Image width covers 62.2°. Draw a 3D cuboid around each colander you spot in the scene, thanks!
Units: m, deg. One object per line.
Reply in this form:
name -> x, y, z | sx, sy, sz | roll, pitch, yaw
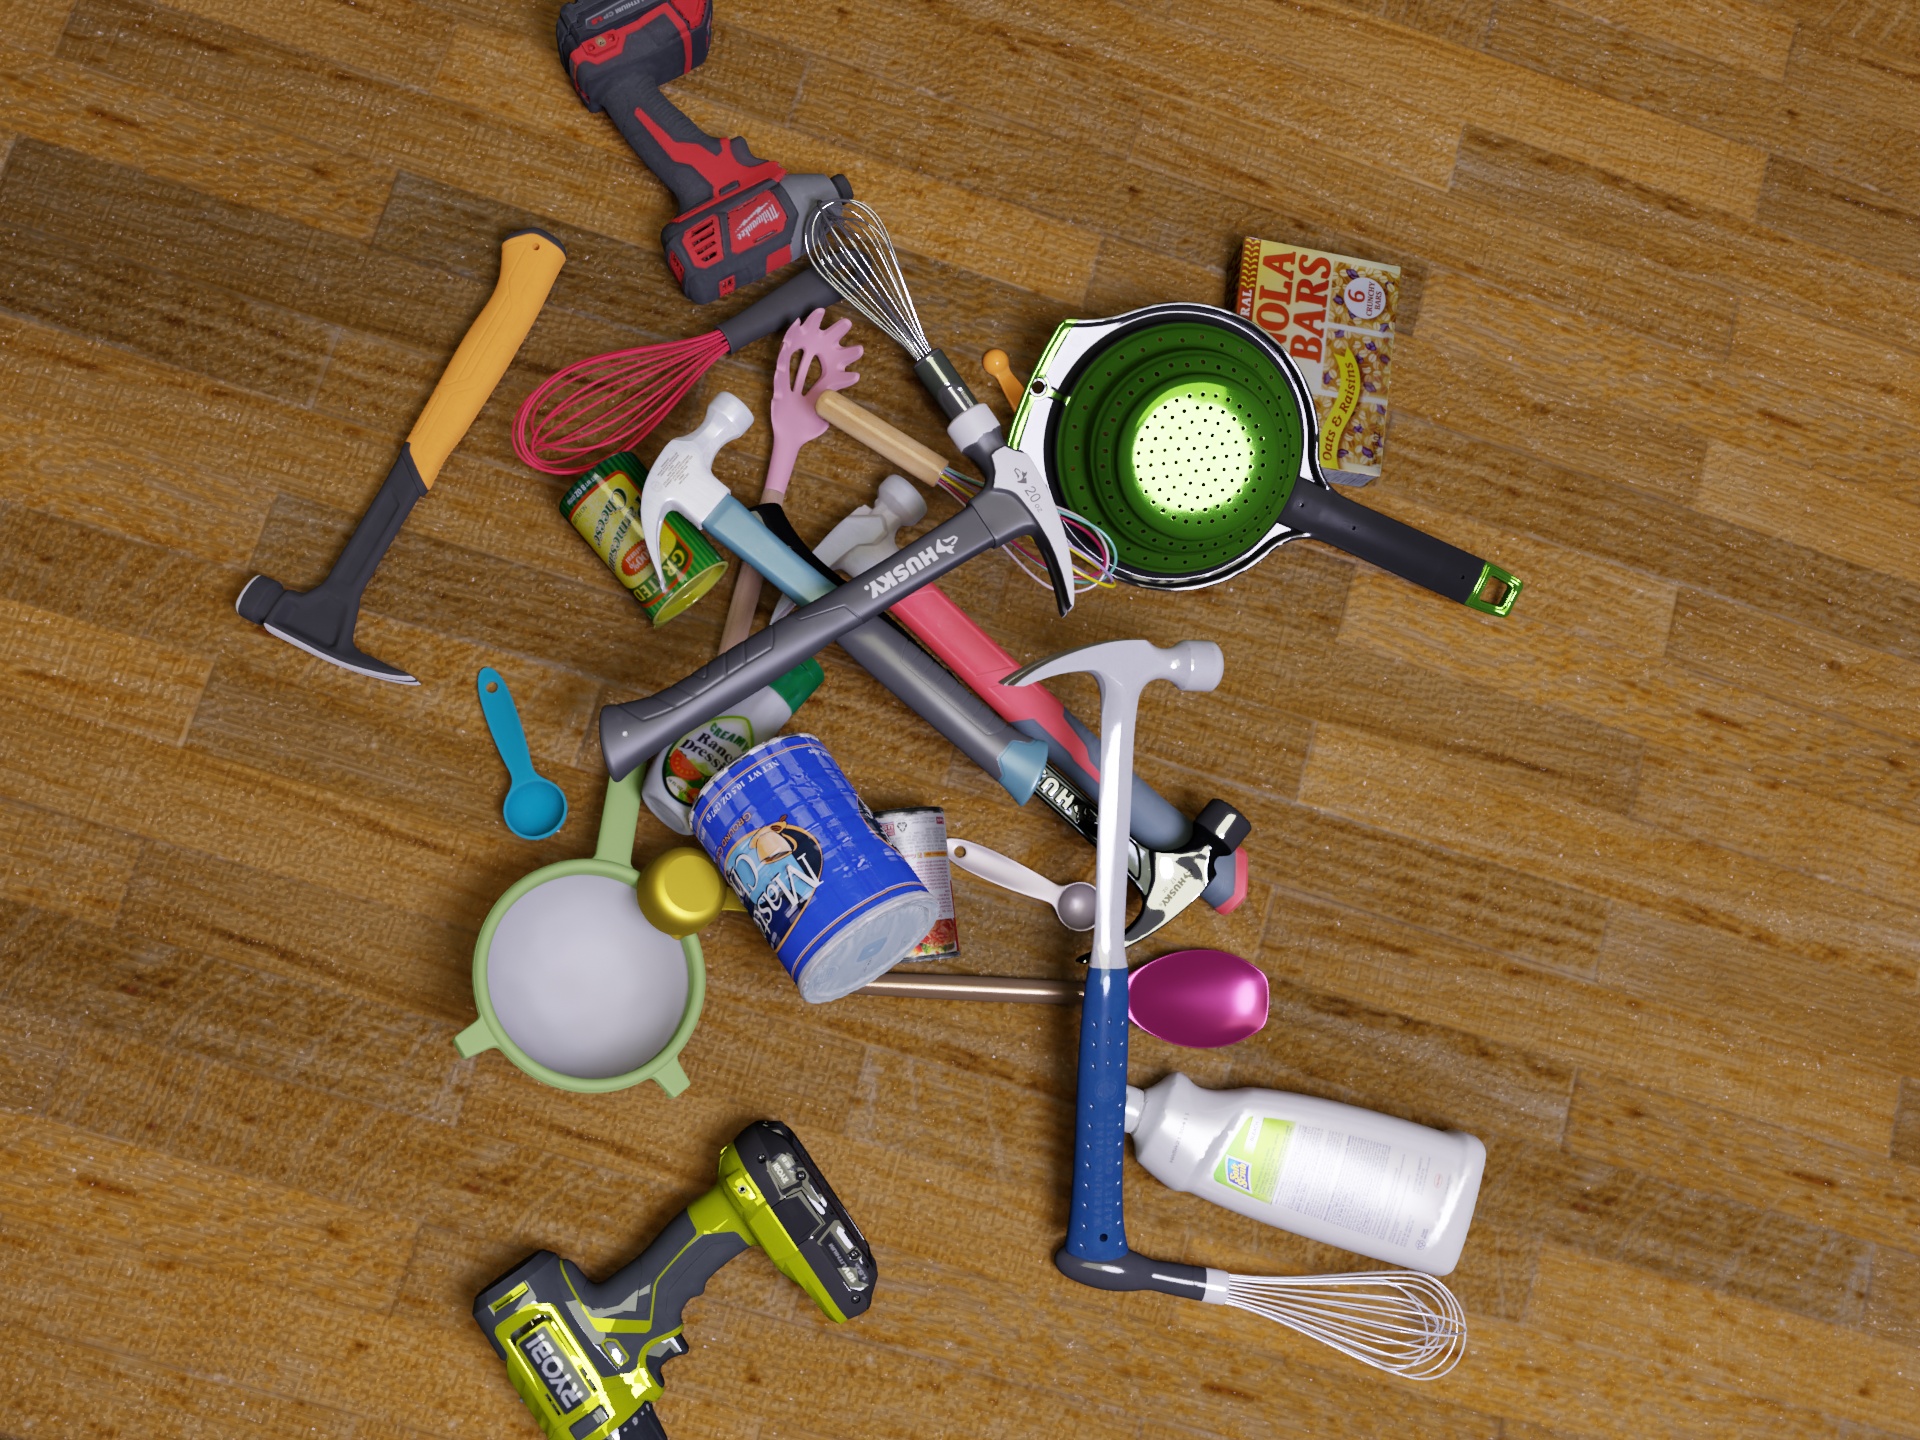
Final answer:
colander -> 0.231, -0.154, 1.112 | 0.397, 0.094, 0.204 | 22, 102, -9

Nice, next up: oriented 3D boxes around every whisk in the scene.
whisk -> 0.005, -0.160, 1.106 | 0.245, 0.051, 0.047 | 32, 48, 0
whisk -> -0.029, -0.264, 1.130 | 0.058, 0.059, 0.246 | -34, 101, 13
whisk -> -0.184, -0.259, 1.123 | 0.296, 0.073, 0.073 | -34, 87, -17
whisk -> 0.204, 0.388, 1.078 | 0.284, 0.070, 0.070 | 11, 80, 0

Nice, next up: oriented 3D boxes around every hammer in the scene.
hammer -> 0.044, 0.007, 1.120 | 0.386, 0.038, 0.143 | 43, 80, 0
hammer -> -0.358, -0.191, 1.099 | 0.127, 0.034, 0.337 | 26, 79, -2
hammer -> -0.002, -0.003, 1.082 | 0.409, 0.036, 0.149 | 41, 83, 1
hammer -> -0.081, -0.060, 1.011 | 0.335, 0.035, 0.146 | -33, 86, -11
hammer -> 0.090, 0.149, 1.034 | 0.144, 0.035, 0.405 | 1, 95, -16
hammer -> -0.073, -0.066, 1.047 | 0.331, 0.033, 0.128 | 40, 79, 0

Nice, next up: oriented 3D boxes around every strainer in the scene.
strainer -> -0.244, 0.123, 1.058 | 0.151, 0.069, 0.257 | 17, 60, -24

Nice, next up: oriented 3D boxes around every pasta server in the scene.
pasta server -> -0.135, -0.136, 1.118 | 0.060, 0.040, 0.316 | 18, 80, -27

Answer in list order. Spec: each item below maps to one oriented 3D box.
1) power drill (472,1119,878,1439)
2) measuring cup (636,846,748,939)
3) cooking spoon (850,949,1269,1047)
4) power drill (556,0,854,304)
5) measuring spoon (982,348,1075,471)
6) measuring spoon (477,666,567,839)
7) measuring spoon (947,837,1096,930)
power drill -> -0.169, 0.386, 1.019 | 0.228, 0.080, 0.190 | -34, 87, -8
measuring cup -> -0.137, 0.117, 1.062 | 0.156, 0.029, 0.062 | 8, 65, -25
cooking spoon -> 0.060, 0.188, 1.105 | 0.319, 0.017, 0.069 | 4, 85, -7
power drill -> -0.181, -0.420, 1.137 | 0.143, 0.078, 0.219 | -30, 89, -10
measuring spoon -> 0.052, -0.224, 1.168 | 0.021, 0.011, 0.117 | -32, 87, -11
measuring spoon -> -0.303, 0.023, 1.087 | 0.042, 0.021, 0.129 | -21, 76, -10
measuring spoon -> 0.043, 0.113, 1.119 | 0.124, 0.018, 0.034 | 24, 79, 4
